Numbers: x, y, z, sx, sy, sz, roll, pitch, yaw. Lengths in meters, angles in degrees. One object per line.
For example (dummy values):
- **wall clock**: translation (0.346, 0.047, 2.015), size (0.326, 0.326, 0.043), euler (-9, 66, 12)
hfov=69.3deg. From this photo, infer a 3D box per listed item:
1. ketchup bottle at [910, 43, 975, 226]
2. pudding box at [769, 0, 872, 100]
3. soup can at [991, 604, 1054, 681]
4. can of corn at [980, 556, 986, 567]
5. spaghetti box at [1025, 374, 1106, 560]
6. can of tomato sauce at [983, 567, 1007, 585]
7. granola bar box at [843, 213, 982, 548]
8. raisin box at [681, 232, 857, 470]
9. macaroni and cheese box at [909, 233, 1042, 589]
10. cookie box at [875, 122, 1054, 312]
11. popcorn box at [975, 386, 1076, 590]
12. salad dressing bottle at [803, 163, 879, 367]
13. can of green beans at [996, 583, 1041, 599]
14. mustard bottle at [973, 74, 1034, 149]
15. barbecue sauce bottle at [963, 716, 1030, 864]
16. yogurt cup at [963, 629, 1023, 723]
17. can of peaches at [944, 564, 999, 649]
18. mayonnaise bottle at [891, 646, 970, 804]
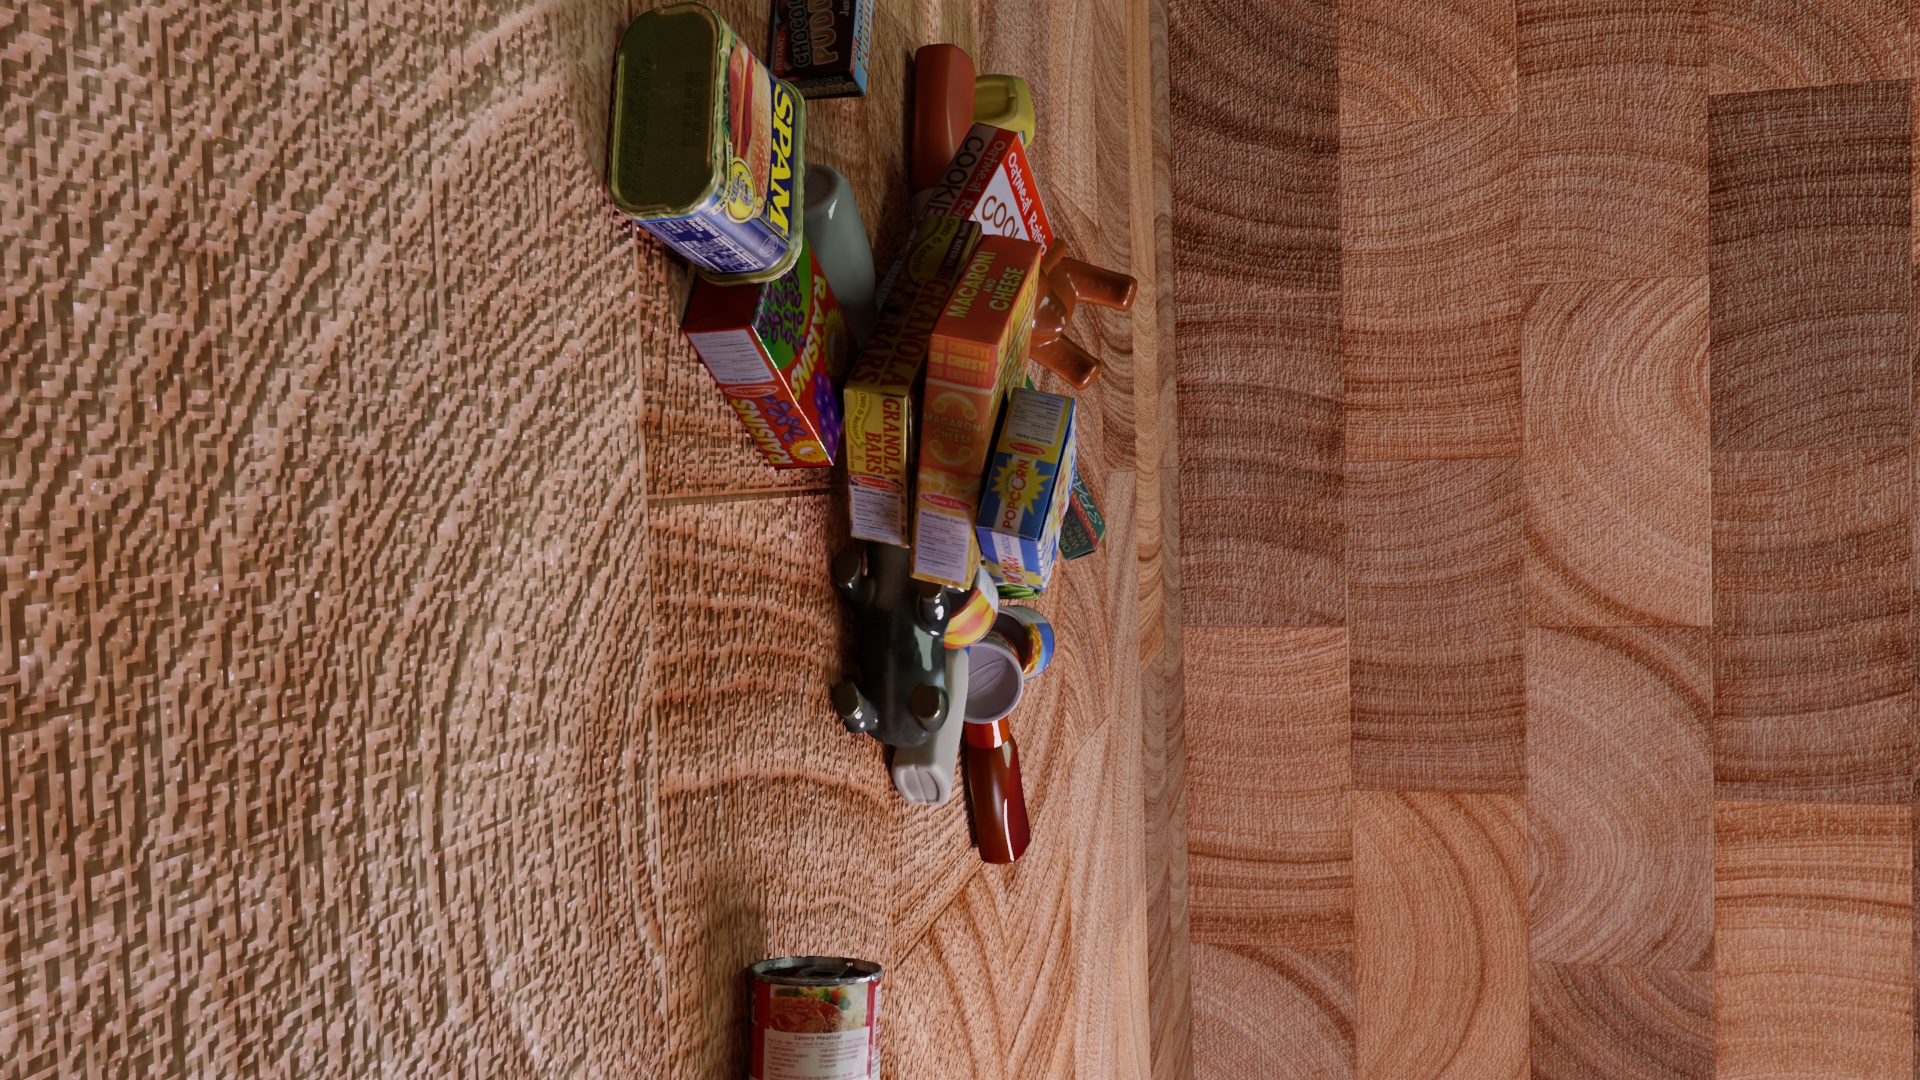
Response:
- **ketchup bottle**: translation (-0.014, -0.288, 1.032), size (0.064, 0.043, 0.149), euler (38, 53, -70)
- **pudding box**: translation (-0.078, -0.291, 0.779), size (0.030, 0.049, 0.084), euler (49, 43, -71)
- **soup can**: translation (0.038, 0.090, 1.160), size (0.084, 0.071, 0.071), euler (9, 80, -75)
- **can of corn**: translation (0.004, -0.013, 1.036), size (0.071, 0.071, 0.058), euler (38, 53, -71)
- **spaghetti box**: translation (0.047, -0.101, 1.097), size (0.249, 0.028, 0.050), euler (62, 24, -12)
- **can of tomato sauce**: translation (0.024, -0.017, 1.115), size (0.071, 0.071, 0.083), euler (70, 25, -52)
- **granola bar box**: translation (-0.025, -0.097, 0.831), size (0.123, 0.039, 0.166), euler (92, 13, -48)
- **raisin box**: translation (-0.095, -0.105, 0.720), size (0.123, 0.040, 0.086), euler (64, 29, -56)
- **macaroni and cheese box**: translation (0.008, -0.075, 0.802), size (0.124, 0.040, 0.165), euler (-68, 167, -50)
- **cookie box**: translation (0.003, -0.192, 0.988), size (0.168, 0.040, 0.122), euler (-62, 155, -16)
- **popcorn box**: translation (0.041, -0.027, 0.810), size (0.126, 0.038, 0.085), euler (72, 32, -74)
- **salad dressing bottle**: translation (-0.072, -0.147, 0.805), size (0.147, 0.044, 0.064), euler (73, 29, -53)
- **can of green beans**: translation (0.037, 0.018, 1.175), size (0.071, 0.058, 0.071), euler (-2, 91, -75)
- **mustard bottle**: translation (0.035, -0.358, 1.189), size (0.160, 0.065, 0.048), euler (-21, 105, -78)
- **barbecue sauce bottle**: translation (0.028, 0.194, 1.159), size (0.065, 0.043, 0.148), euler (-64, 149, -60)
- **yogurt cup**: translation (0.017, 0.102, 1.086), size (0.054, 0.072, 0.072), euler (-66, 152, -76)
- **can of peaches**: translation (-0.013, 0.038, 0.975), size (0.058, 0.071, 0.071), euler (57, 35, -64)
- **mayonnaise bottle**: translation (-0.017, 0.112, 0.999), size (0.064, 0.041, 0.149), euler (77, 17, -49)
